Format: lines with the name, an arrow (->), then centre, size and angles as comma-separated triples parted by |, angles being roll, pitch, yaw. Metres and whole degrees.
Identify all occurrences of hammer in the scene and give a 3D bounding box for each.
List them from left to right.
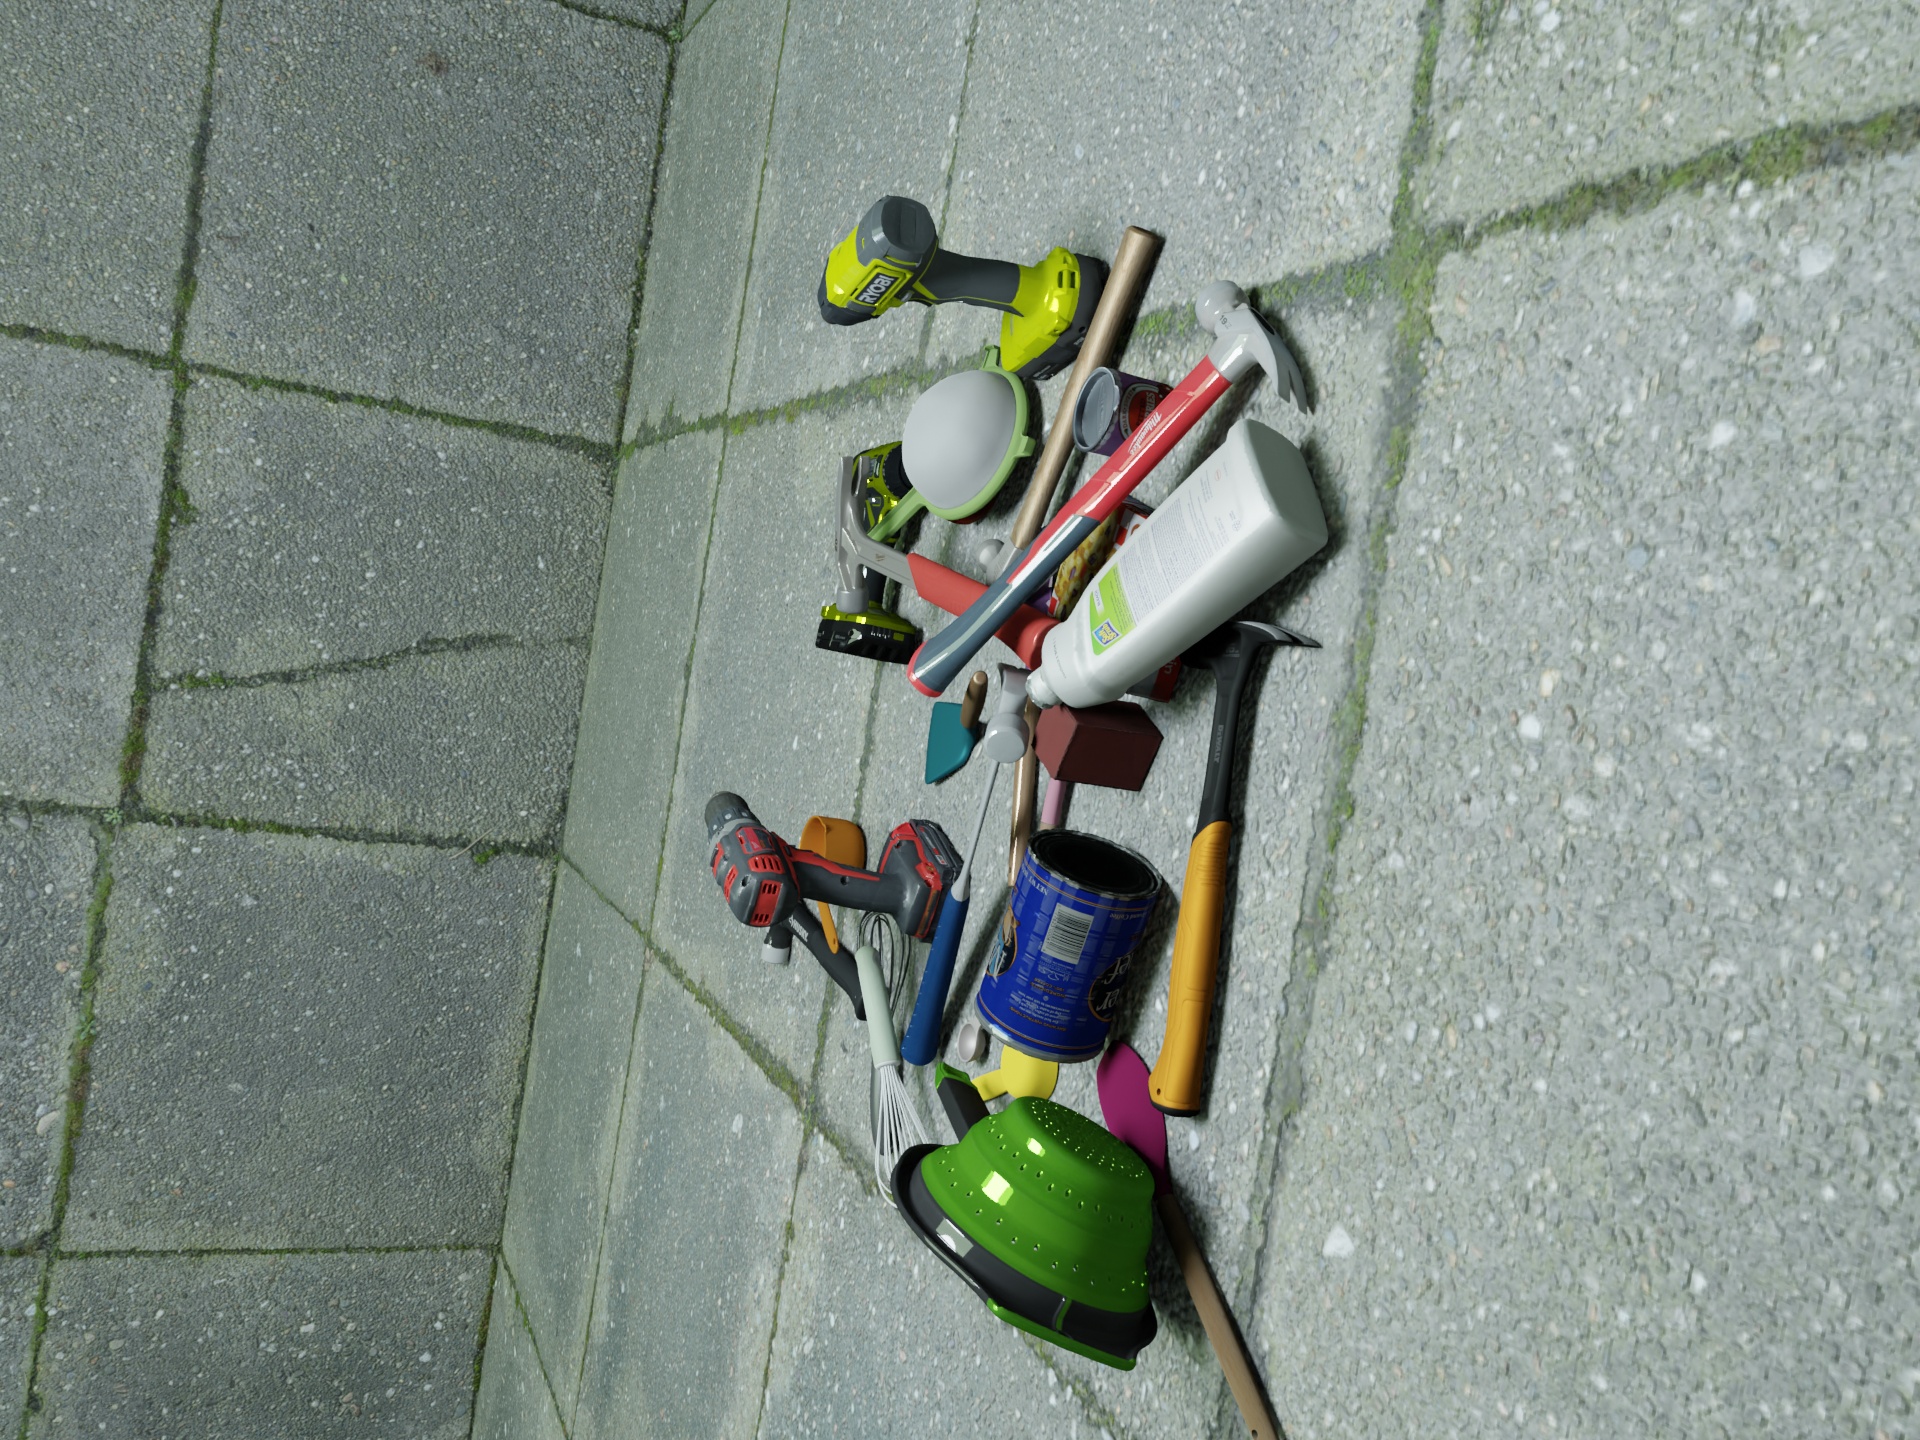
hammer -> -0.148, 0.241, 1.724 | 0.335, 0.035, 0.146 | -153, 72, -64
hammer -> -0.018, -0.126, 1.376 | 0.359, 0.036, 0.149 | 31, 123, 54
hammer -> 0.004, 0.134, 1.357 | 0.144, 0.035, 0.405 | -78, 1, -57
hammer -> 0.092, -0.250, 1.338 | 0.130, 0.031, 0.331 | -113, 40, -60
hammer -> 0.094, -0.142, 1.179 | 0.386, 0.038, 0.143 | -46, 39, 26
hammer -> 0.171, 0.100, 1.071 | 0.127, 0.034, 0.337 | -173, 91, -67

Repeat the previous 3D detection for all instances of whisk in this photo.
whisk -> -0.073, 0.297, 1.536 | 0.055, 0.055, 0.239 | 161, 110, -63
whisk -> -0.066, 0.325, 1.464 | 0.059, 0.057, 0.247 | -19, 65, 14

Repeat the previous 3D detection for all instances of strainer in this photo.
strainer -> -0.044, -0.235, 1.488 | 0.256, 0.069, 0.152 | -42, 45, 30

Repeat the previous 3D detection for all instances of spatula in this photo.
spatula -> -0.002, -0.004, 1.401 | 0.317, 0.044, 0.082 | 105, 171, -79
spatula -> 0.059, -0.015, 1.369 | 0.060, 0.018, 0.316 | 161, 116, -66

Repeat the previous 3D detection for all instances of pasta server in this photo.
pasta server -> 0.061, 0.109, 1.303 | 0.060, 0.040, 0.316 | -79, -2, -83

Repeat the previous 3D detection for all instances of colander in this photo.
colander -> 0.047, 0.303, 1.145 | 0.094, 0.204, 0.397 | -61, 15, 4

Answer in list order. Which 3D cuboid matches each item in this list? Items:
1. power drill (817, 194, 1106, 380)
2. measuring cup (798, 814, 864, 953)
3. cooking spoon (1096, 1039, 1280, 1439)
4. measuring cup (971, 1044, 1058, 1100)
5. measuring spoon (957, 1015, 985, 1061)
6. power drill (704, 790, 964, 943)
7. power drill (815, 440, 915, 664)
power drill -> -0.004, -0.365, 1.366 | 0.171, 0.223, 0.080 | 156, 119, -62
measuring cup -> -0.127, 0.177, 1.680 | 0.095, 0.052, 0.174 | -62, 33, 37
cooking spoon -> 0.146, 0.343, 1.067 | 0.319, 0.017, 0.068 | -113, 38, -50
measuring cup -> 0.031, 0.295, 1.318 | 0.156, 0.029, 0.062 | -39, 48, 54
measuring spoon -> 0.031, 0.243, 1.363 | 0.124, 0.018, 0.034 | -63, 29, 21
power drill -> -0.125, 0.129, 1.474 | 0.188, 0.226, 0.080 | -128, 51, -58
power drill -> -0.076, -0.178, 1.648 | 0.191, 0.080, 0.228 | -168, 89, -67
